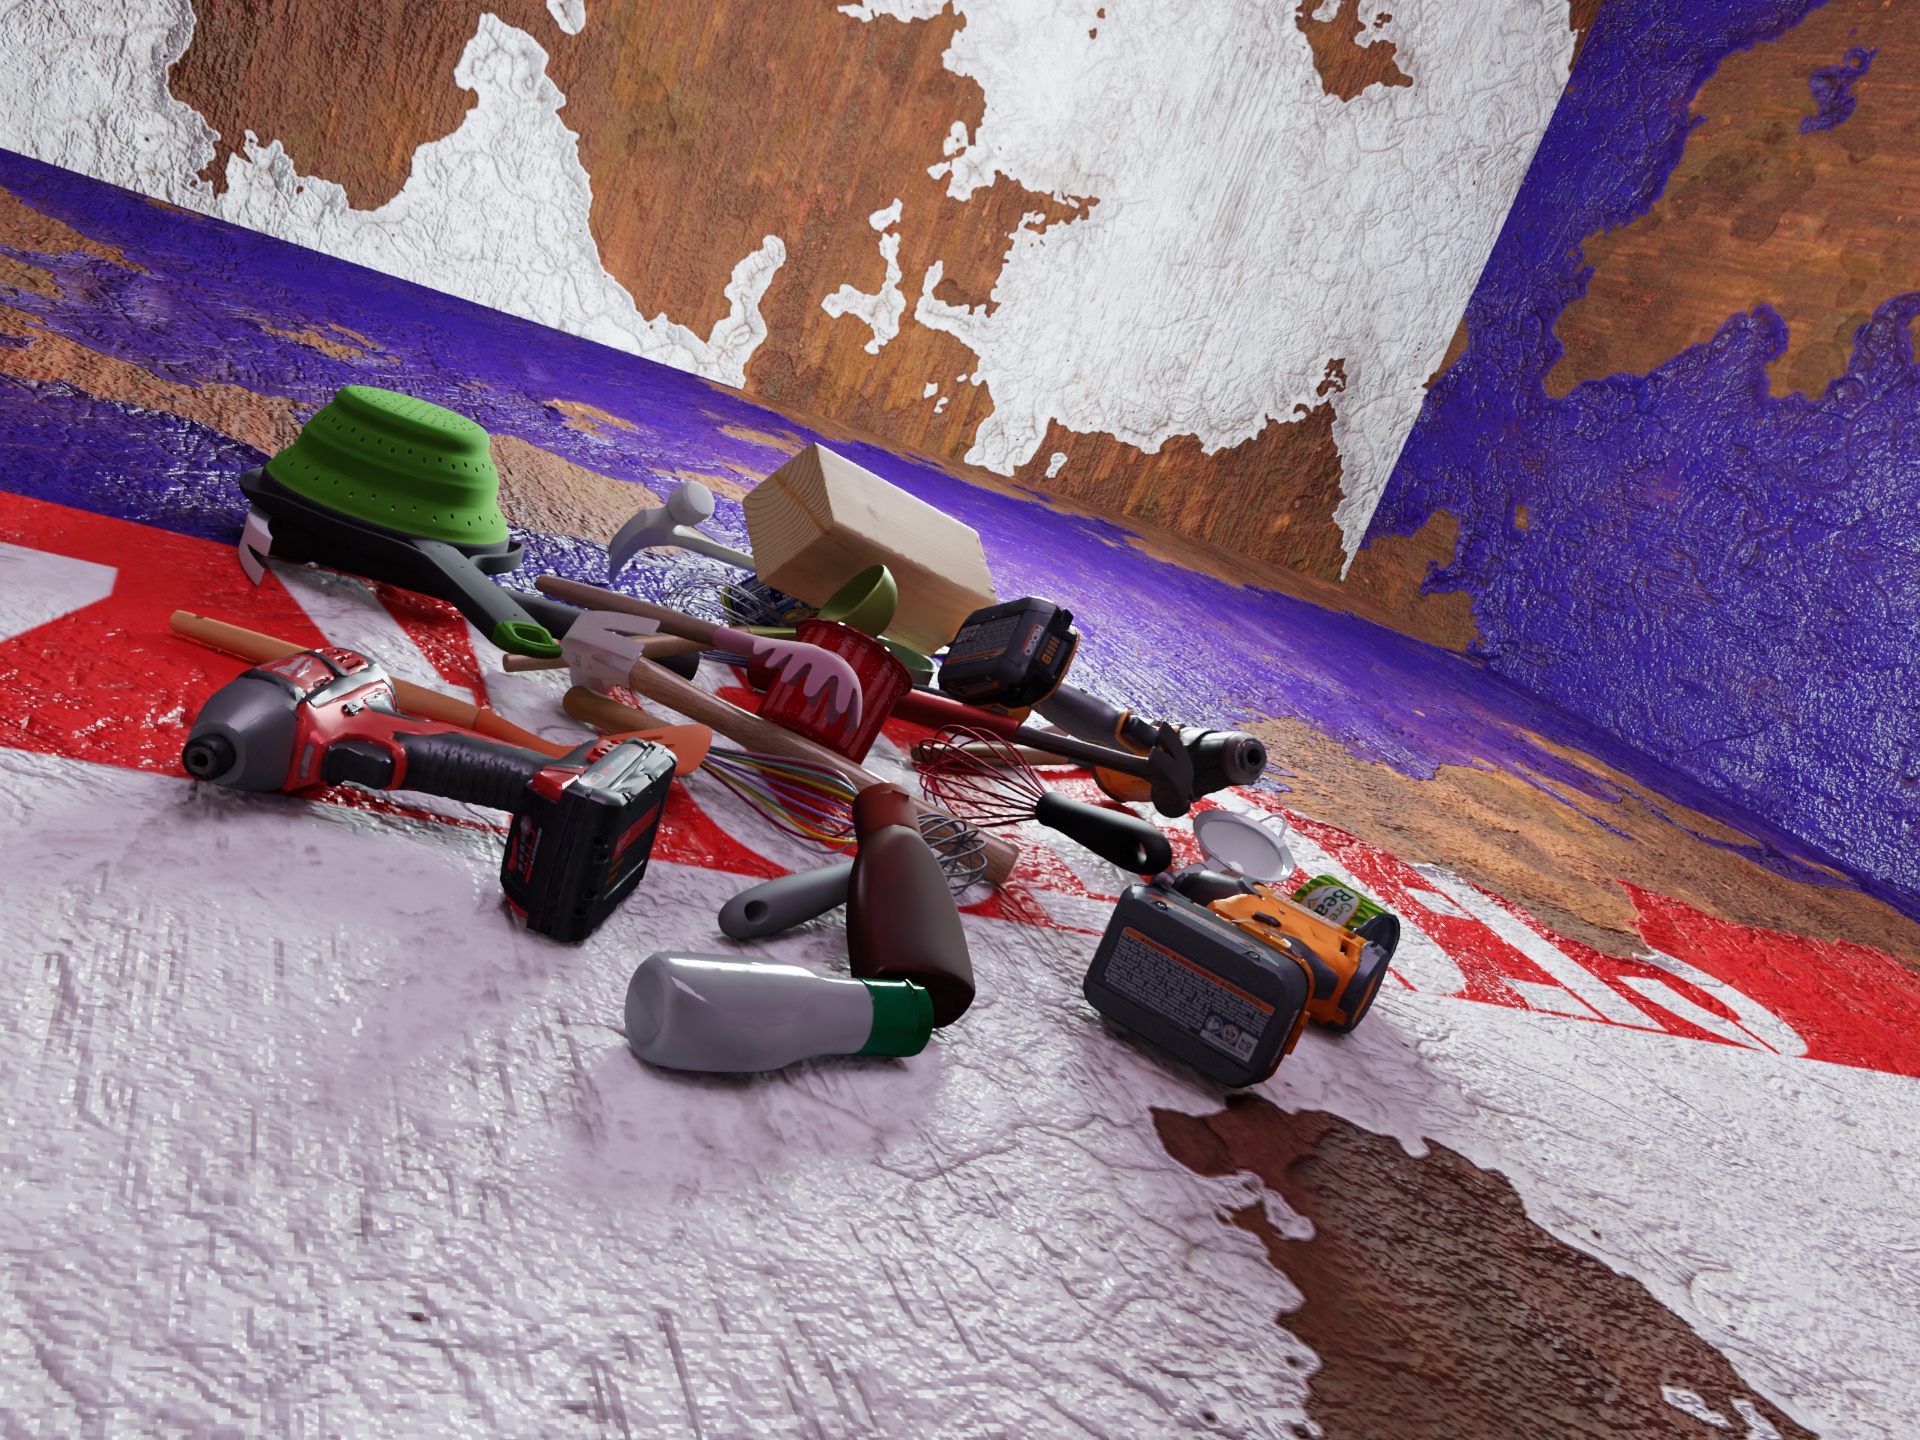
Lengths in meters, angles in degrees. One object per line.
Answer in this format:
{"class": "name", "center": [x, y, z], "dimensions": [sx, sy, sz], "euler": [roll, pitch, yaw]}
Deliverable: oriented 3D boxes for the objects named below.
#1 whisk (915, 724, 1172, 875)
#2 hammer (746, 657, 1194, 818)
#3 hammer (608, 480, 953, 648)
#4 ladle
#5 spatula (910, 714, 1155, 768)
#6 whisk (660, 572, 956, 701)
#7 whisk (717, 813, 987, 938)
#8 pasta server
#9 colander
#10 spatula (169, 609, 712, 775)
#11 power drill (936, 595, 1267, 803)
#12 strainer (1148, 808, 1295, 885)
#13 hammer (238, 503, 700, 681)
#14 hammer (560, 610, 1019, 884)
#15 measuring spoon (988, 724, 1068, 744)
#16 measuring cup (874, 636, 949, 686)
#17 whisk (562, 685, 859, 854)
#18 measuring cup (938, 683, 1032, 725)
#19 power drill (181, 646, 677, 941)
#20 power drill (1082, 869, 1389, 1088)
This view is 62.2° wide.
{"class": "whisk", "center": [0.050, 0.055, 1.051], "dimensions": [0.073, 0.073, 0.296], "euler": [13, 3, -30]}
{"class": "hammer", "center": [-0.002, -0.004, 1.194], "dimensions": [0.359, 0.037, 0.149], "euler": [15, -15, 20]}
{"class": "hammer", "center": [-0.145, -0.126, 1.492], "dimensions": [0.144, 0.035, 0.405], "euler": [-23, -26, 36]}
{"class": "ladle", "center": [-0.185, -0.072, 1.179], "dimensions": [0.320, 0.062, 0.078], "euler": [-9, -1, -35]}
{"class": "spatula", "center": [0.071, 0.019, 1.352], "dimensions": [0.082, 0.044, 0.317], "euler": [22, 13, 40]}
{"class": "whisk", "center": [-0.116, -0.050, 1.324], "dimensions": [0.284, 0.070, 0.070], "euler": [22, 14, -17]}
{"class": "whisk", "center": [-0.057, 0.094, 0.923], "dimensions": [0.055, 0.055, 0.239], "euler": [29, 22, 27]}
{"class": "pasta server", "center": [-0.185, -0.056, 1.074], "dimensions": [0.316, 0.040, 0.060], "euler": [17, -17, 34]}
{"class": "colander", "center": [-0.366, -0.154, 1.119], "dimensions": [0.204, 0.094, 0.397], "euler": [8, 18, -43]}
{"class": "spatula", "center": [-0.311, -0.016, 0.956], "dimensions": [0.322, 0.041, 0.081], "euler": [19, 19, -6]}
{"class": "power drill", "center": [0.115, -0.006, 1.242], "dimensions": [0.226, 0.084, 0.185], "euler": [34, -18, -22]}
{"class": "strainer", "center": [0.179, 0.113, 1.180], "dimensions": [0.087, 0.050, 0.258], "euler": [37, 26, 23]}
{"class": "hammer", "center": [-0.354, -0.090, 1.167], "dimensions": [0.334, 0.035, 0.146], "euler": [18, 15, -15]}
{"class": "hammer", "center": [-0.112, 0.020, 1.046], "dimensions": [0.331, 0.031, 0.130], "euler": [27, -21, 0]}
{"class": "measuring spoon", "center": [0.061, 0.018, 1.402], "dimensions": [0.034, 0.018, 0.124], "euler": [-12, 1, 34]}
{"class": "measuring cup", "center": [-0.046, -0.048, 1.440], "dimensions": [0.083, 0.038, 0.167], "euler": [26, 14, 17]}
{"class": "whisk", "center": [-0.156, 0.027, 1.011], "dimensions": [0.245, 0.051, 0.047], "euler": [22, 58, 21]}
{"class": "measuring cup", "center": [0.043, -0.012, 1.428], "dimensions": [0.095, 0.052, 0.173], "euler": [14, -16, 33]}
{"class": "power drill", "center": [-0.268, 0.028, 0.800], "dimensions": [0.219, 0.078, 0.143], "euler": [19, 15, 3]}
{"class": "power drill", "center": [0.161, 0.143, 0.979], "dimensions": [0.164, 0.084, 0.226], "euler": [27, 12, 25]}
